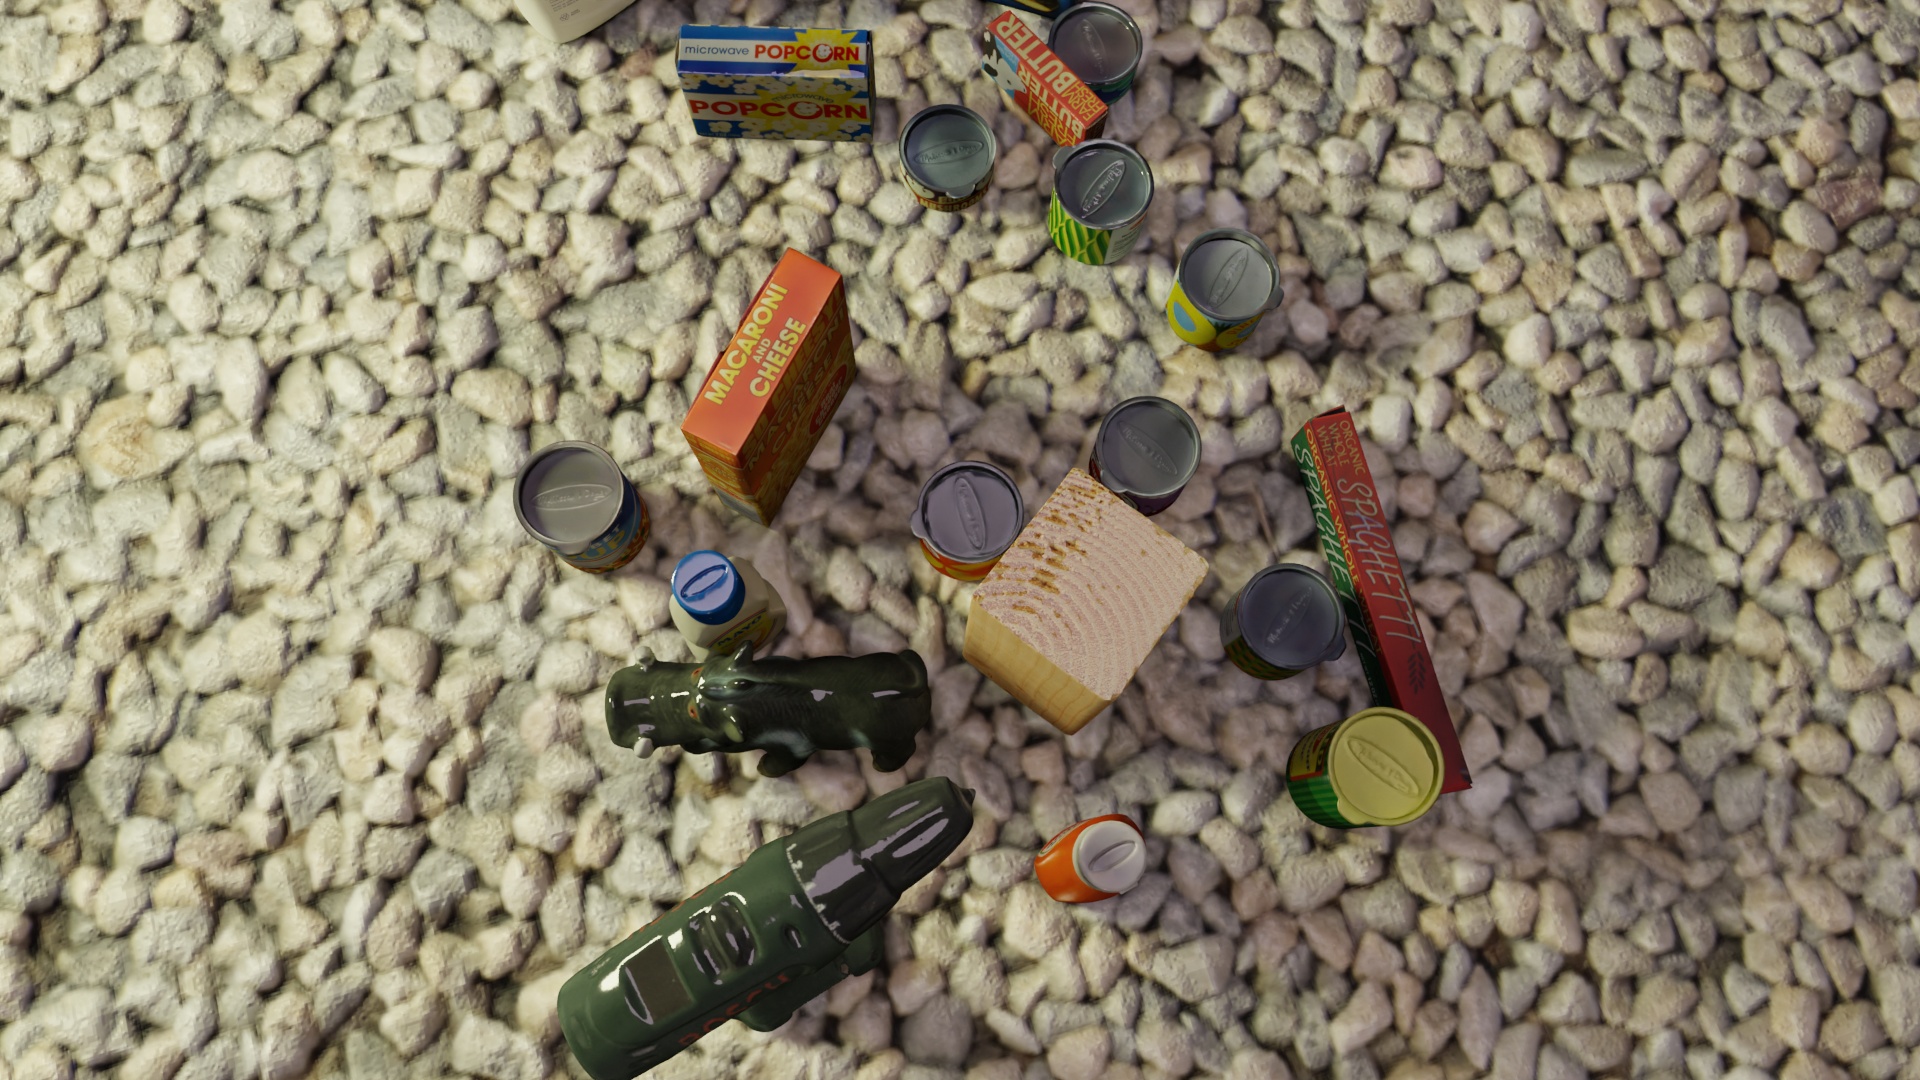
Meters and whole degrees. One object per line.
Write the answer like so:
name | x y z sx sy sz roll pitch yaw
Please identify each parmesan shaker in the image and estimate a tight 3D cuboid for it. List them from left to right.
parmesan shaker | 0.236 0.140 0.828 0.071 0.103 0.071 0 77 -1

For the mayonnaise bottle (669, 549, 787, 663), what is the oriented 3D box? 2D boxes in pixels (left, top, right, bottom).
mayonnaise bottle | -0.140 0.039 0.820 0.065 0.147 0.041 -34 80 -8

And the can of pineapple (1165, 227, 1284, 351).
can of pineapple | 0.174 -0.164 0.924 0.071 0.057 0.071 0 76 -1

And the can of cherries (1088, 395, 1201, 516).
can of cherries | 0.115 -0.051 0.895 0.071 0.058 0.071 0 76 -1

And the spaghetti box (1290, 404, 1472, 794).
spaghetti box | 0.264 0.039 0.881 0.029 0.050 0.250 -14 77 -4

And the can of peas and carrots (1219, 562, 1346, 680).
can of peas and carrots | 0.203 0.053 0.871 0.071 0.058 0.071 0 76 -1

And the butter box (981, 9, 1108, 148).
butter box | 0.058 -0.313 0.960 0.024 0.053 0.103 -41 81 -10

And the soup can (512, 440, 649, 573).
soup can | -0.234 -0.016 0.864 0.071 0.083 0.071 0 77 -1

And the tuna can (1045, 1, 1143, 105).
tuna can | 0.091 -0.341 0.979 0.071 0.032 0.071 0 76 -1

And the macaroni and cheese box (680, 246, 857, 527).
macaroni and cheese box | -0.112 -0.087 0.842 0.040 0.166 0.124 27 77 5

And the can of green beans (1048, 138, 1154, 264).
can of green beans | 0.094 -0.228 0.938 0.071 0.057 0.071 0 76 -1

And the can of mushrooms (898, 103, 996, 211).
can of mushrooms | -0.009 -0.260 0.956 0.071 0.033 0.071 0 76 -1

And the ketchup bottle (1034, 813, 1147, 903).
ketchup bottle | 0.078 0.181 0.790 0.065 0.148 0.043 -28 79 -7

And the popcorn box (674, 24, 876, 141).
popcorn box | -0.122 -0.308 0.938 0.127 0.085 0.038 1 77 -1

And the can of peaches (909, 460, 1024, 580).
can of peaches | 0.003 -0.011 0.882 0.071 0.058 0.071 0 76 -1
